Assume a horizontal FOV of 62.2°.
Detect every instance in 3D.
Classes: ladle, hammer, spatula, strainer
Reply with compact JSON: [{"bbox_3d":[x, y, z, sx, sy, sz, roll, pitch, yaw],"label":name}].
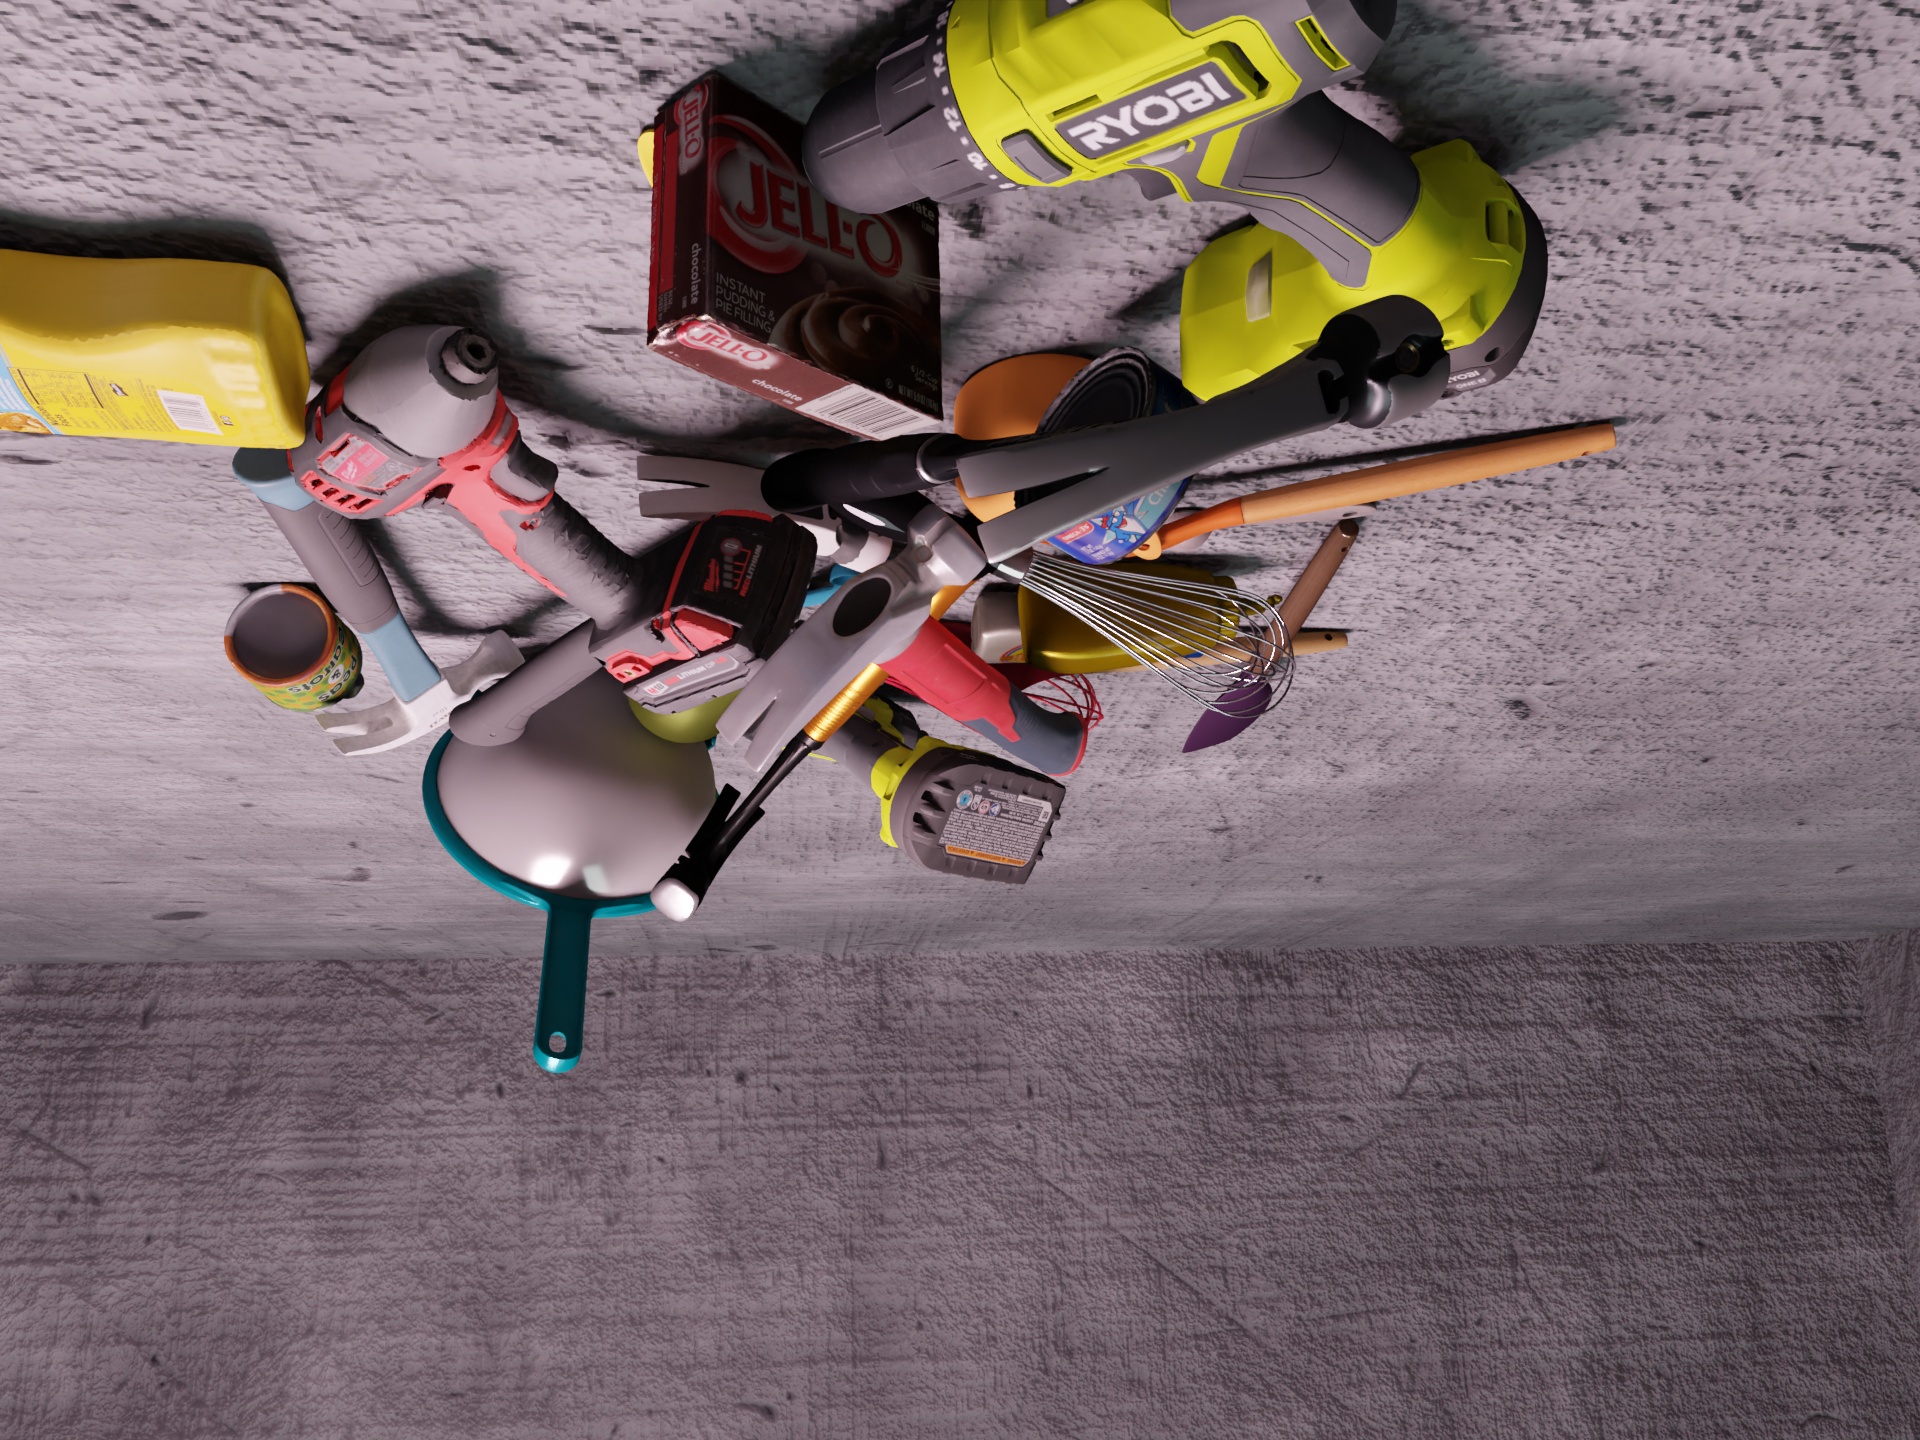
[{"bbox_3d":[0.113,-0.043,1.075,0.315,0.069,0.031,-5,158,-11],"label":"ladle"},{"bbox_3d":[-0.078,-0.007,0.972,0.034,0.127,0.336,39,124,-7],"label":"hammer"},{"bbox_3d":[-0.203,-0.057,0.926,0.146,0.035,0.335,15,149,-44],"label":"hammer"},{"bbox_3d":[0.205,-0.046,1.046,0.059,0.018,0.315,-16,159,-13],"label":"spatula"},{"bbox_3d":[-0.003,-0.100,0.620,0.149,0.036,0.409,-23,-166,-21],"label":"hammer"},{"bbox_3d":[-0.112,-0.046,0.960,0.078,0.062,0.320,20,155,-32],"label":"ladle"},{"bbox_3d":[-0.333,-0.067,0.898,0.128,0.033,0.330,-38,166,-17],"label":"hammer"},{"bbox_3d":[-0.001,-0.003,0.878,0.143,0.038,0.386,-44,161,4],"label":"hammer"},{"bbox_3d":[-0.247,0.069,1.046,0.211,0.341,0.095,12,127,-18],"label":"strainer"},{"bbox_3d":[0.171,-0.124,0.834,0.322,0.041,0.081,-10,164,14],"label":"spatula"}]

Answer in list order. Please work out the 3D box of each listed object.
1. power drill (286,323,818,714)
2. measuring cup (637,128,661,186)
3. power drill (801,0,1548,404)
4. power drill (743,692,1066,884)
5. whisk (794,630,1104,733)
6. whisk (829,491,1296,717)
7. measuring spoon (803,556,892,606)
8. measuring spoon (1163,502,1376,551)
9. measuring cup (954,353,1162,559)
[{"bbox_3d":[-0.181,-0.095,0.722,0.219,0.079,0.143,33,148,-31],"label":"power drill"},{"bbox_3d":[-0.082,-0.179,0.618,0.062,0.029,0.156,-7,152,18],"label":"measuring cup"},{"bbox_3d":[0.079,-0.176,0.532,0.190,0.080,0.228,-8,162,38],"label":"power drill"},{"bbox_3d":[-0.038,0.031,1.119,0.171,0.080,0.223,16,-169,-44],"label":"power drill"},{"bbox_3d":[-0.034,-0.032,1.089,0.295,0.073,0.073,12,161,-21],"label":"whisk"},{"bbox_3d":[0.056,-0.072,0.849,0.284,0.070,0.070,21,159,-14],"label":"whisk"},{"bbox_3d":[-0.079,-0.087,0.966,0.042,0.021,0.128,6,172,-32],"label":"measuring spoon"},{"bbox_3d":[0.171,-0.108,0.893,0.124,0.018,0.034,-4,164,8],"label":"measuring spoon"},{"bbox_3d":[0.060,-0.105,0.769,0.095,0.052,0.173,-12,149,27],"label":"measuring cup"}]
